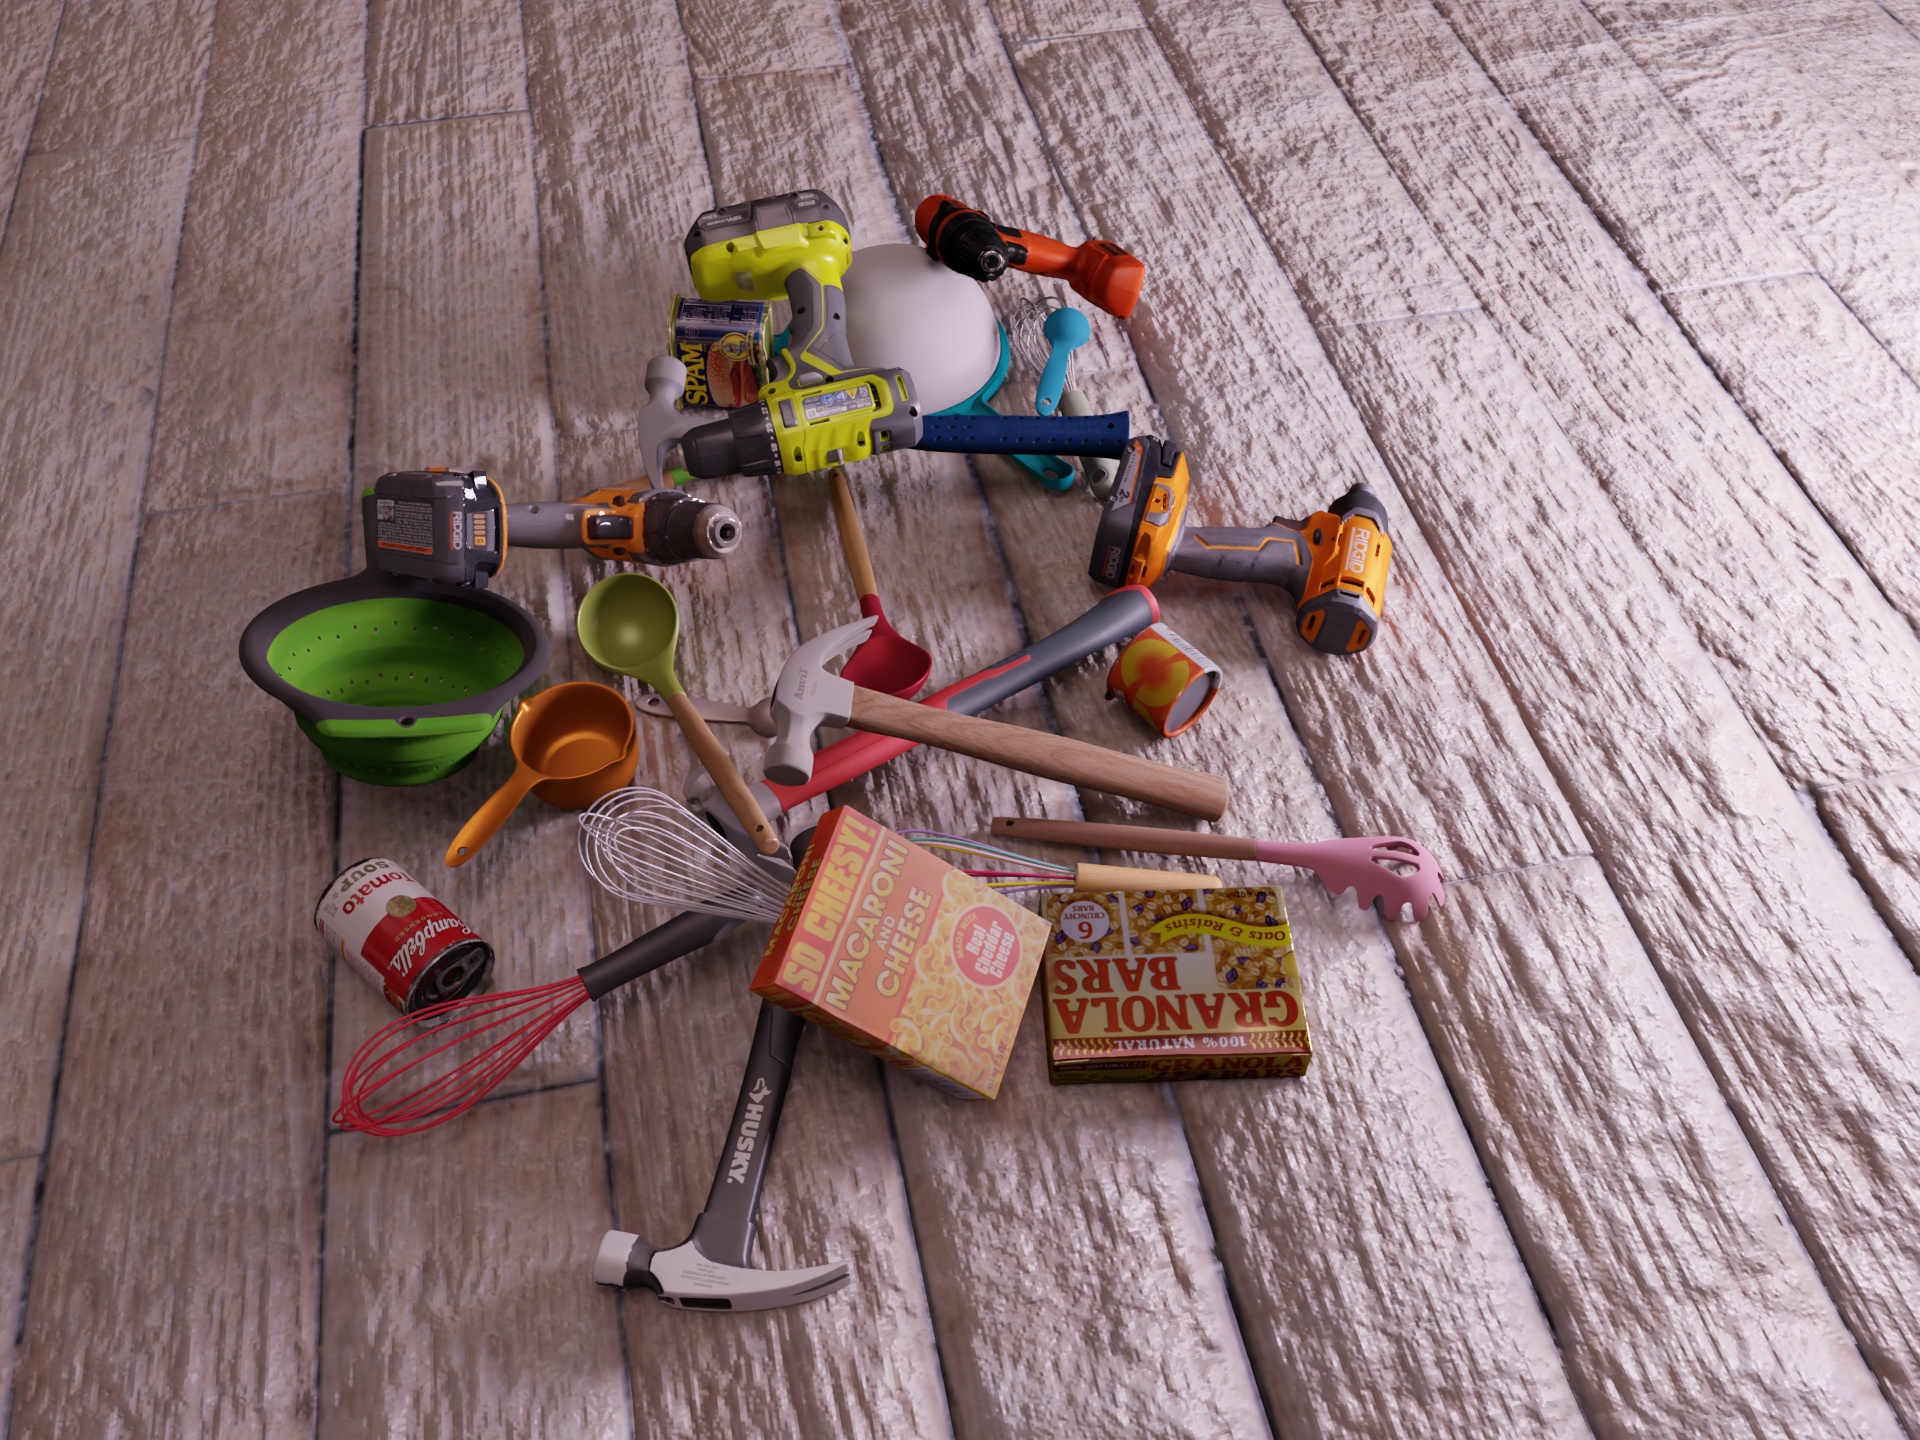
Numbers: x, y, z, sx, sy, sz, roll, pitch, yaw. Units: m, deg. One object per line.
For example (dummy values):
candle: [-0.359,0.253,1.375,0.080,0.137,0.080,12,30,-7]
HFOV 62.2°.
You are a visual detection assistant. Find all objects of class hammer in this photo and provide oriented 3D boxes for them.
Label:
hammer: [-0.002,-0.004,1.152,0.386,0.038,0.143,-27,33,-23]
hammer: [-0.113,0.207,1.014,0.146,0.035,0.335,8,52,6]
hammer: [-0.065,-0.231,1.309,0.405,0.035,0.144,1,65,2]
hammer: [0.032,0.015,1.096,0.331,0.031,0.130,14,59,-15]

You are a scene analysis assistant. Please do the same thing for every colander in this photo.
colander: [-0.425,-0.061,1.195,0.204,0.094,0.398,-2,32,-21]

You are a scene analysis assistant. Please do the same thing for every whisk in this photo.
whisk: [0.095,-0.285,1.394,0.058,0.059,0.247,-32,54,22]
whisk: [-0.110,0.120,1.004,0.284,0.070,0.070,27,50,-18]
whisk: [-0.256,0.178,1.010,0.296,0.073,0.073,-27,57,-18]
whisk: [0.057,0.109,1.086,0.245,0.047,0.051,5,91,-2]

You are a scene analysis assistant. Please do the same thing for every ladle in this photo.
ladle: [-0.077,-0.109,1.236,0.069,0.031,0.316,-14,42,-3]
ladle: [-0.196,-0.009,1.121,0.078,0.062,0.320,-32,42,-9]

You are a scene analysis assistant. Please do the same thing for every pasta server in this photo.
pasta server: [0.178,0.093,1.111,0.316,0.040,0.060,5,52,9]

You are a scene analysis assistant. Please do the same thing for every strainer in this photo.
strainer: [-0.020,-0.322,1.386,0.211,0.095,0.341,-33,58,-23]

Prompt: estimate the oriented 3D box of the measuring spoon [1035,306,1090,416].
measuring spoon: [0.085,-0.313,1.369,0.042,0.021,0.129,14,57,2]

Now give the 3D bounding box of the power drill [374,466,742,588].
power drill: [-0.289,-0.142,1.171,0.226,0.084,0.185,-6,12,-42]

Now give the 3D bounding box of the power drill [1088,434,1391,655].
power drill: [0.230,-0.151,1.267,0.226,0.084,0.164,16,53,7]

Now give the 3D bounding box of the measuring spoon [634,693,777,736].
measuring spoon: [-0.185,-0.011,1.192,0.124,0.018,0.034,6,53,5]

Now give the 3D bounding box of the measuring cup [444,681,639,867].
measuring cup: [-0.298,0.050,1.125,0.095,0.052,0.174,26,58,18]

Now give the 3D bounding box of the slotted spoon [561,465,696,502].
slotted spoon: [-0.267,-0.196,1.331,0.313,0.031,0.070,-21,55,-14]

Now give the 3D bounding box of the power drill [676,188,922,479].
power drill: [-0.148,-0.301,1.279,0.190,0.080,0.229,-14,71,-6]
